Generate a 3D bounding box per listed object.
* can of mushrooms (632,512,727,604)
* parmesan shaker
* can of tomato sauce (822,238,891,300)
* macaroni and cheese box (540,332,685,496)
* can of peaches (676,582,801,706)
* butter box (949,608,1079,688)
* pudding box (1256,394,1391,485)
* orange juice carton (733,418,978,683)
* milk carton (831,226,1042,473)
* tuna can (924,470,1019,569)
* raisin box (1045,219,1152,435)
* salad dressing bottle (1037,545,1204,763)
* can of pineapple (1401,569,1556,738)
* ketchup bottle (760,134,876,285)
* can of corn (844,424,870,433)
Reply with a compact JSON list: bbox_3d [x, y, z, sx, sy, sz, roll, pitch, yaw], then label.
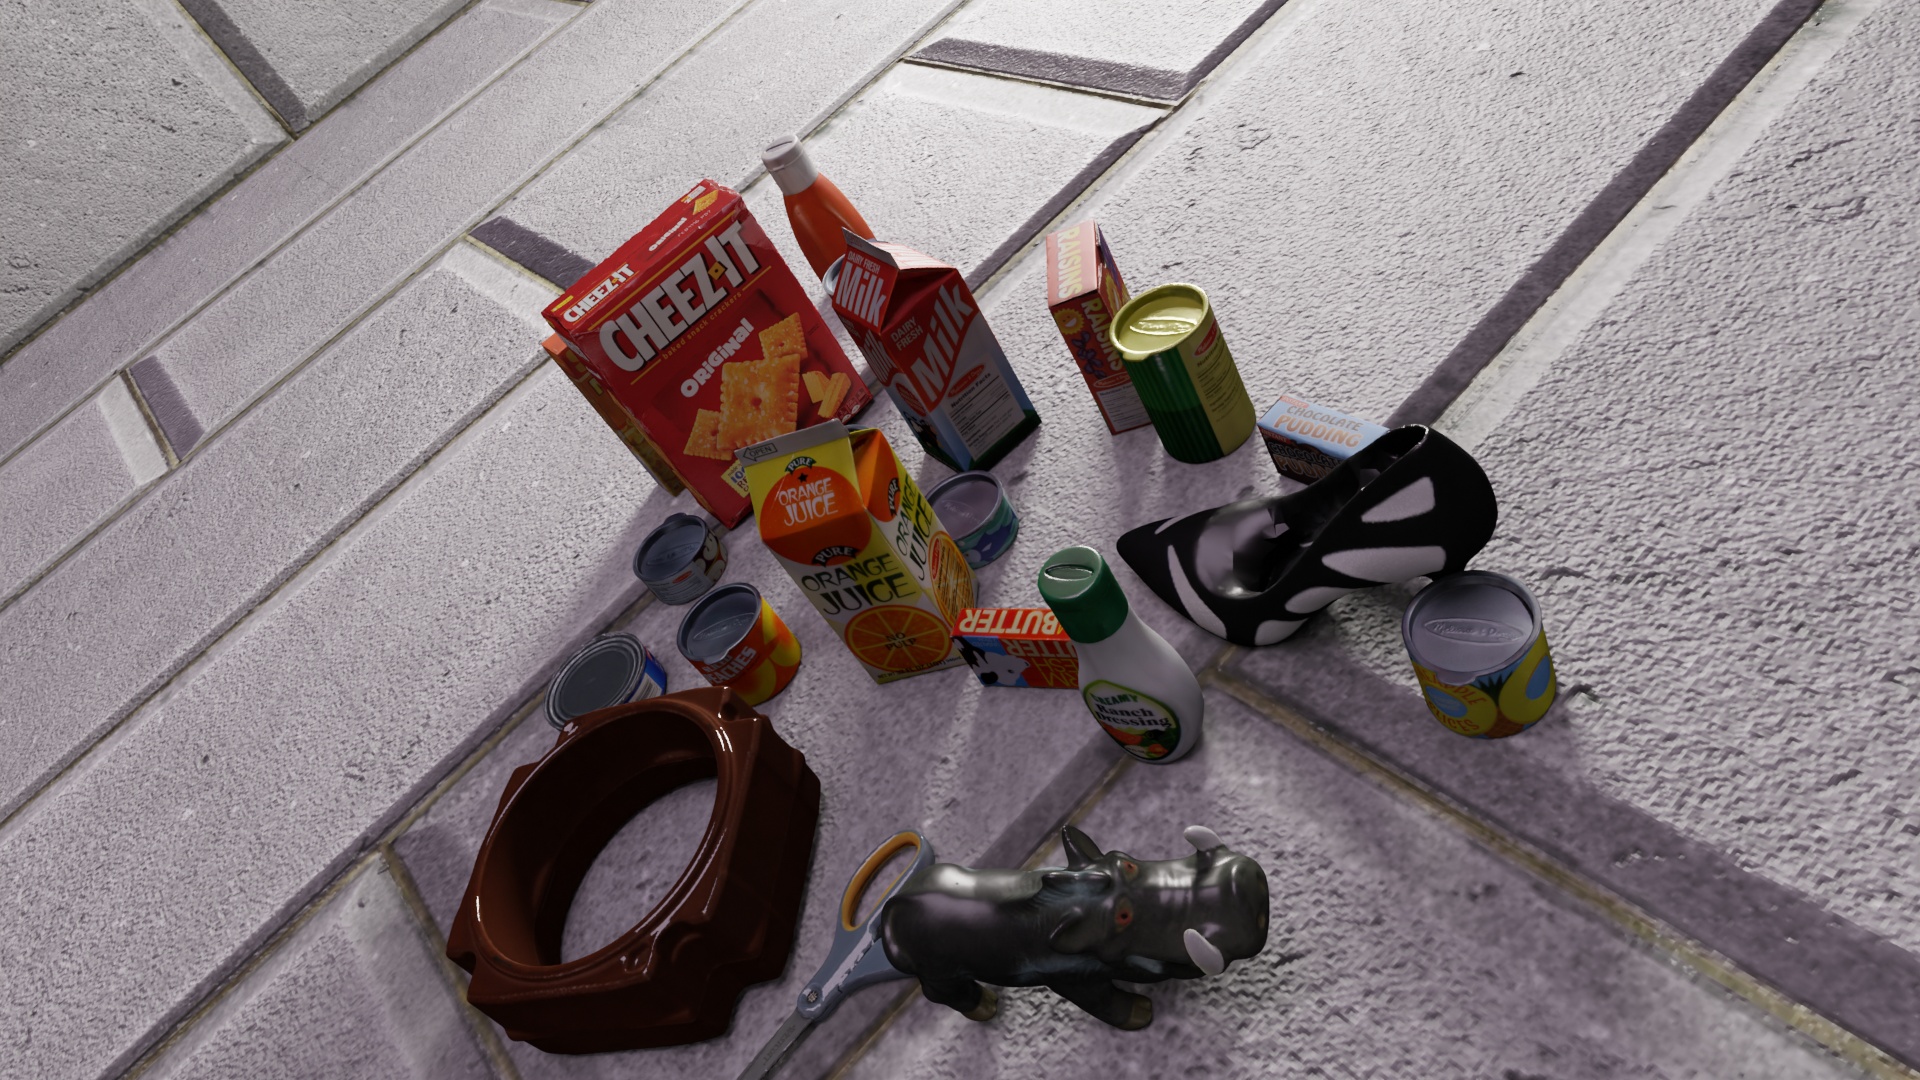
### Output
[{"bbox_3d":[-0.216,0.013,1.073,0.071,0.033,0.071,-18,42,17],"label":"can of mushrooms"},{"bbox_3d":[0.144,-0.105,0.905,0.071,0.102,0.072,-18,42,17],"label":"parmesan shaker"},{"bbox_3d":[-0.065,-0.195,1.146,0.071,0.082,0.071,-18,42,17],"label":"can of tomato sauce"},{"bbox_3d":[-0.242,-0.136,1.137,0.124,0.166,0.040,-45,41,-14],"label":"macaroni and cheese box"},{"bbox_3d":[-0.151,0.074,0.951,0.071,0.058,0.071,-18,42,17],"label":"can of peaches"},{"bbox_3d":[0.050,0.065,0.834,0.103,0.053,0.024,-1,49,32],"label":"butter box"},{"bbox_3d":[0.225,-0.054,0.842,0.030,0.049,0.084,-45,41,-14],"label":"pudding box"},{"bbox_3d":[-0.061,0.000,0.863,0.071,0.192,0.073,-15,43,20],"label":"orange juice carton"},{"bbox_3d":[-0.023,-0.138,0.979,0.073,0.190,0.072,-42,41,-10],"label":"milk carton"},{"bbox_3d":[0.003,-0.012,0.957,0.071,0.032,0.071,-18,42,17],"label":"tuna can"},{"bbox_3d":[0.099,-0.147,0.961,0.040,0.123,0.086,-16,43,19],"label":"raisin box"},{"bbox_3d":[0.085,0.062,0.741,0.064,0.147,0.044,2,51,34],"label":"salad dressing bottle"},{"bbox_3d":[0.261,0.059,0.700,0.071,0.057,0.071,-18,42,17],"label":"can of pineapple"},{"bbox_3d":[-0.123,-0.286,1.225,0.064,0.148,0.044,-11,45,24],"label":"ketchup bottle"},{"bbox_3d":[-0.076,-0.042,1.019,0.071,0.058,0.071,-18,42,17],"label":"can of corn"}]
